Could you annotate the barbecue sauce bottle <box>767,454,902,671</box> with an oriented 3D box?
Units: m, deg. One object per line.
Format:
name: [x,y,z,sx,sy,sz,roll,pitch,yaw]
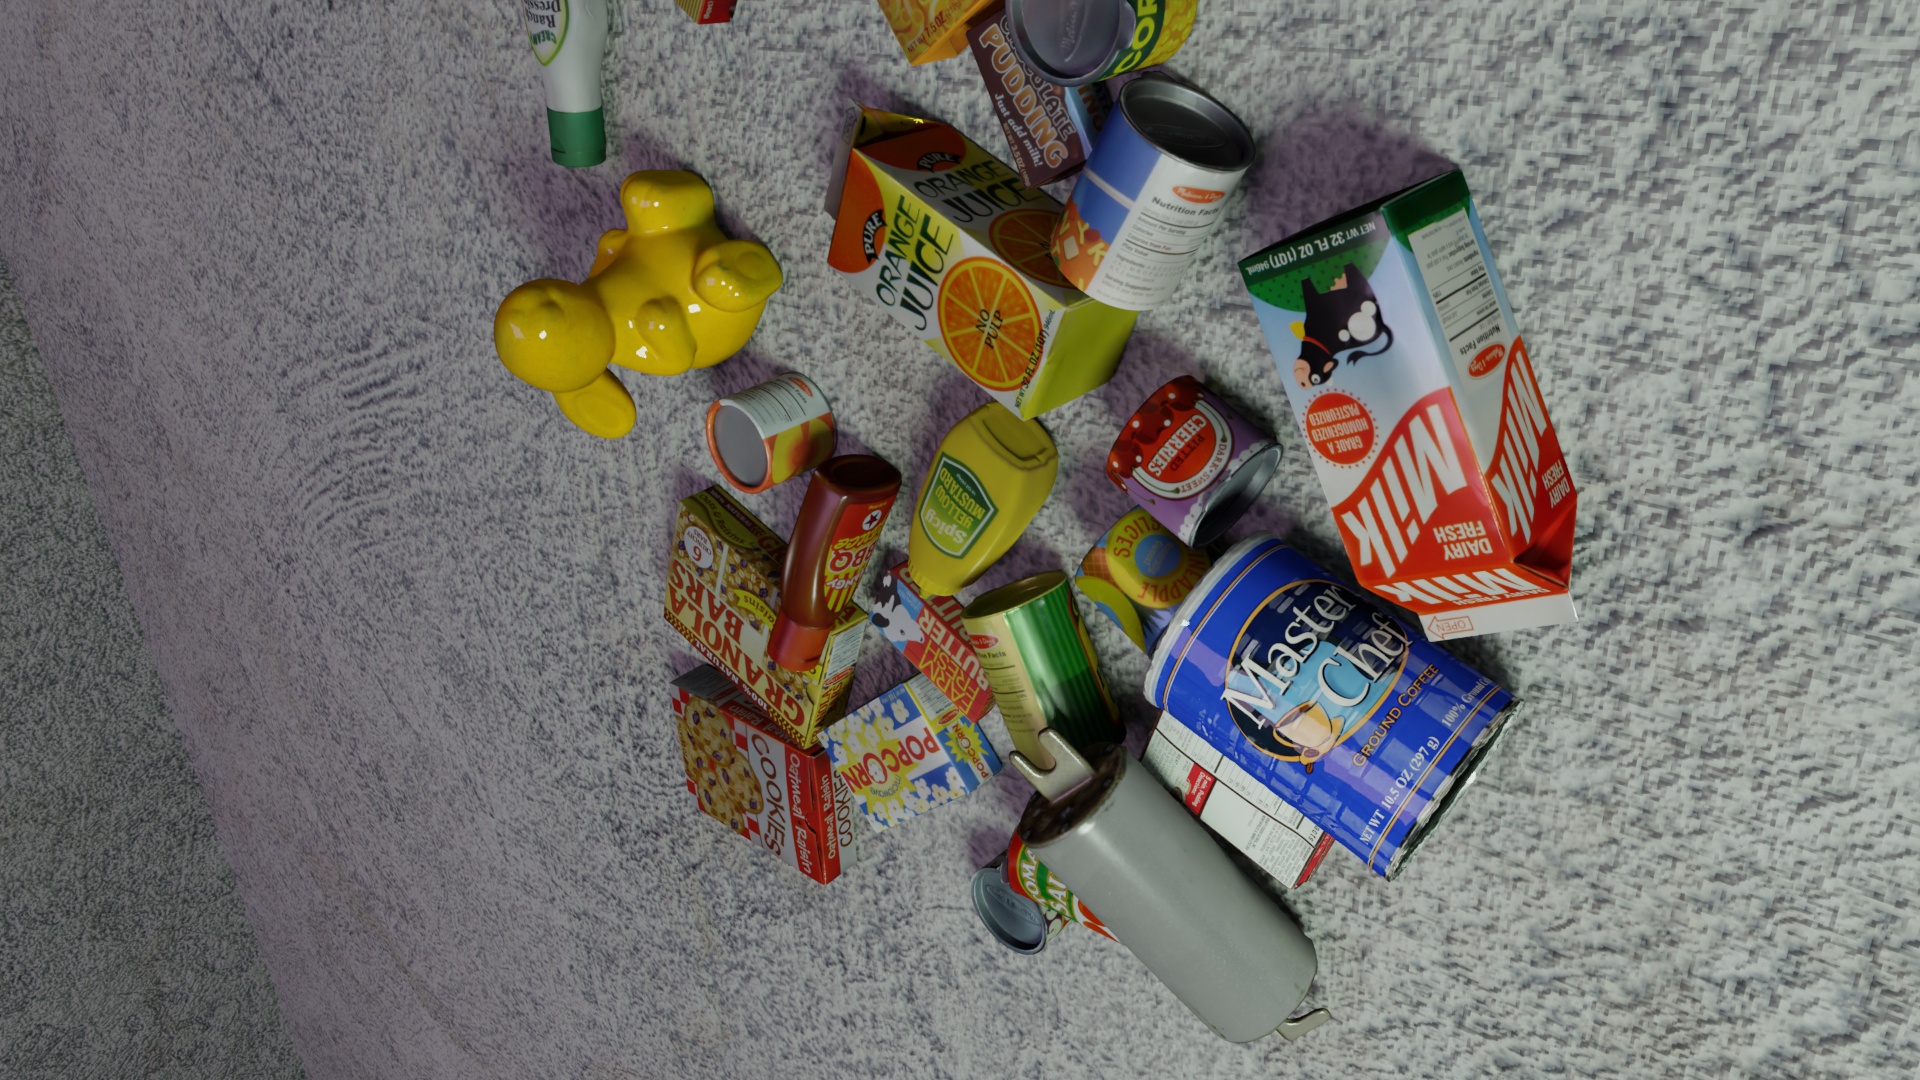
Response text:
barbecue sauce bottle: [-0.087,0.017,0.893,0.044,0.065,0.147,37,121,24]

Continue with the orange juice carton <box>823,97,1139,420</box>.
orange juice carton: [-0.002,-0.153,0.724,0.193,0.073,0.071,41,136,22]

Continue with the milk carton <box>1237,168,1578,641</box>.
milk carton: [0.195,-0.048,0.582,0.072,0.074,0.190,-15,101,48]

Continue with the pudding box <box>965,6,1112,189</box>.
pudding box: [0.042,-0.219,0.675,0.049,0.030,0.083,-13,102,47]

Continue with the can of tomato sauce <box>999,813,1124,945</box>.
can of tomato sauce: [0.078,0.200,0.843,0.083,0.071,0.071,17,123,39]

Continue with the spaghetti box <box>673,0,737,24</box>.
spaghetti box: [-0.116,-0.396,0.738,0.050,0.029,0.248,46,137,15]

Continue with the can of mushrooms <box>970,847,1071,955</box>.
can of mushrooms: [0.042,0.238,0.930,0.071,0.033,0.070,24,128,36]

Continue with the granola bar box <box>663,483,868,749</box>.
granola bar box: [-0.147,0.056,1.016,0.166,0.039,0.123,39,134,24]

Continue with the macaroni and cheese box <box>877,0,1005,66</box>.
macaroni and cheese box: [-0.016,-0.334,0.662,0.123,0.040,0.166,-25,94,49]

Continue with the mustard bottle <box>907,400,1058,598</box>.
mustard bottle: [0.003,-0.010,0.818,0.065,0.049,0.159,47,137,18]

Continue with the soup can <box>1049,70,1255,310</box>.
soup can: [0.085,-0.160,0.639,0.071,0.072,0.083,46,138,17]

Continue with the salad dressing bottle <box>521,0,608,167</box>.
salad dressing bottle: [-0.257,-0.322,0.911,0.064,0.044,0.146,25,128,33]

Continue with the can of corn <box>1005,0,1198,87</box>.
can of corn: [0.065,-0.239,0.618,0.071,0.058,0.070,23,127,35]

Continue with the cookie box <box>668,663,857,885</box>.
cookie box: [-0.156,0.183,1.095,0.167,0.040,0.122,20,125,37]

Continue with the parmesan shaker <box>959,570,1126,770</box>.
parmesan shaker: [0.048,0.077,0.810,0.071,0.071,0.103,-12,104,48]

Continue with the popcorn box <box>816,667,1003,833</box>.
popcorn box: [-0.037,0.144,0.953,0.126,0.038,0.085,-35,86,49]

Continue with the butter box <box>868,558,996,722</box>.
butter box: [-0.012,0.064,0.894,0.104,0.024,0.052,43,137,20]

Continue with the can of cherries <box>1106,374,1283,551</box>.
can of cherries: [0.112,-0.039,0.674,0.058,0.072,0.071,43,136,21]

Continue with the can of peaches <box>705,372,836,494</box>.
can of peaches: [-0.125,-0.068,0.908,0.071,0.058,0.071,23,126,35]

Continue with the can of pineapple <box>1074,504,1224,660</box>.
can of pineapple: [0.101,0.018,0.719,0.058,0.071,0.070,45,137,18]
